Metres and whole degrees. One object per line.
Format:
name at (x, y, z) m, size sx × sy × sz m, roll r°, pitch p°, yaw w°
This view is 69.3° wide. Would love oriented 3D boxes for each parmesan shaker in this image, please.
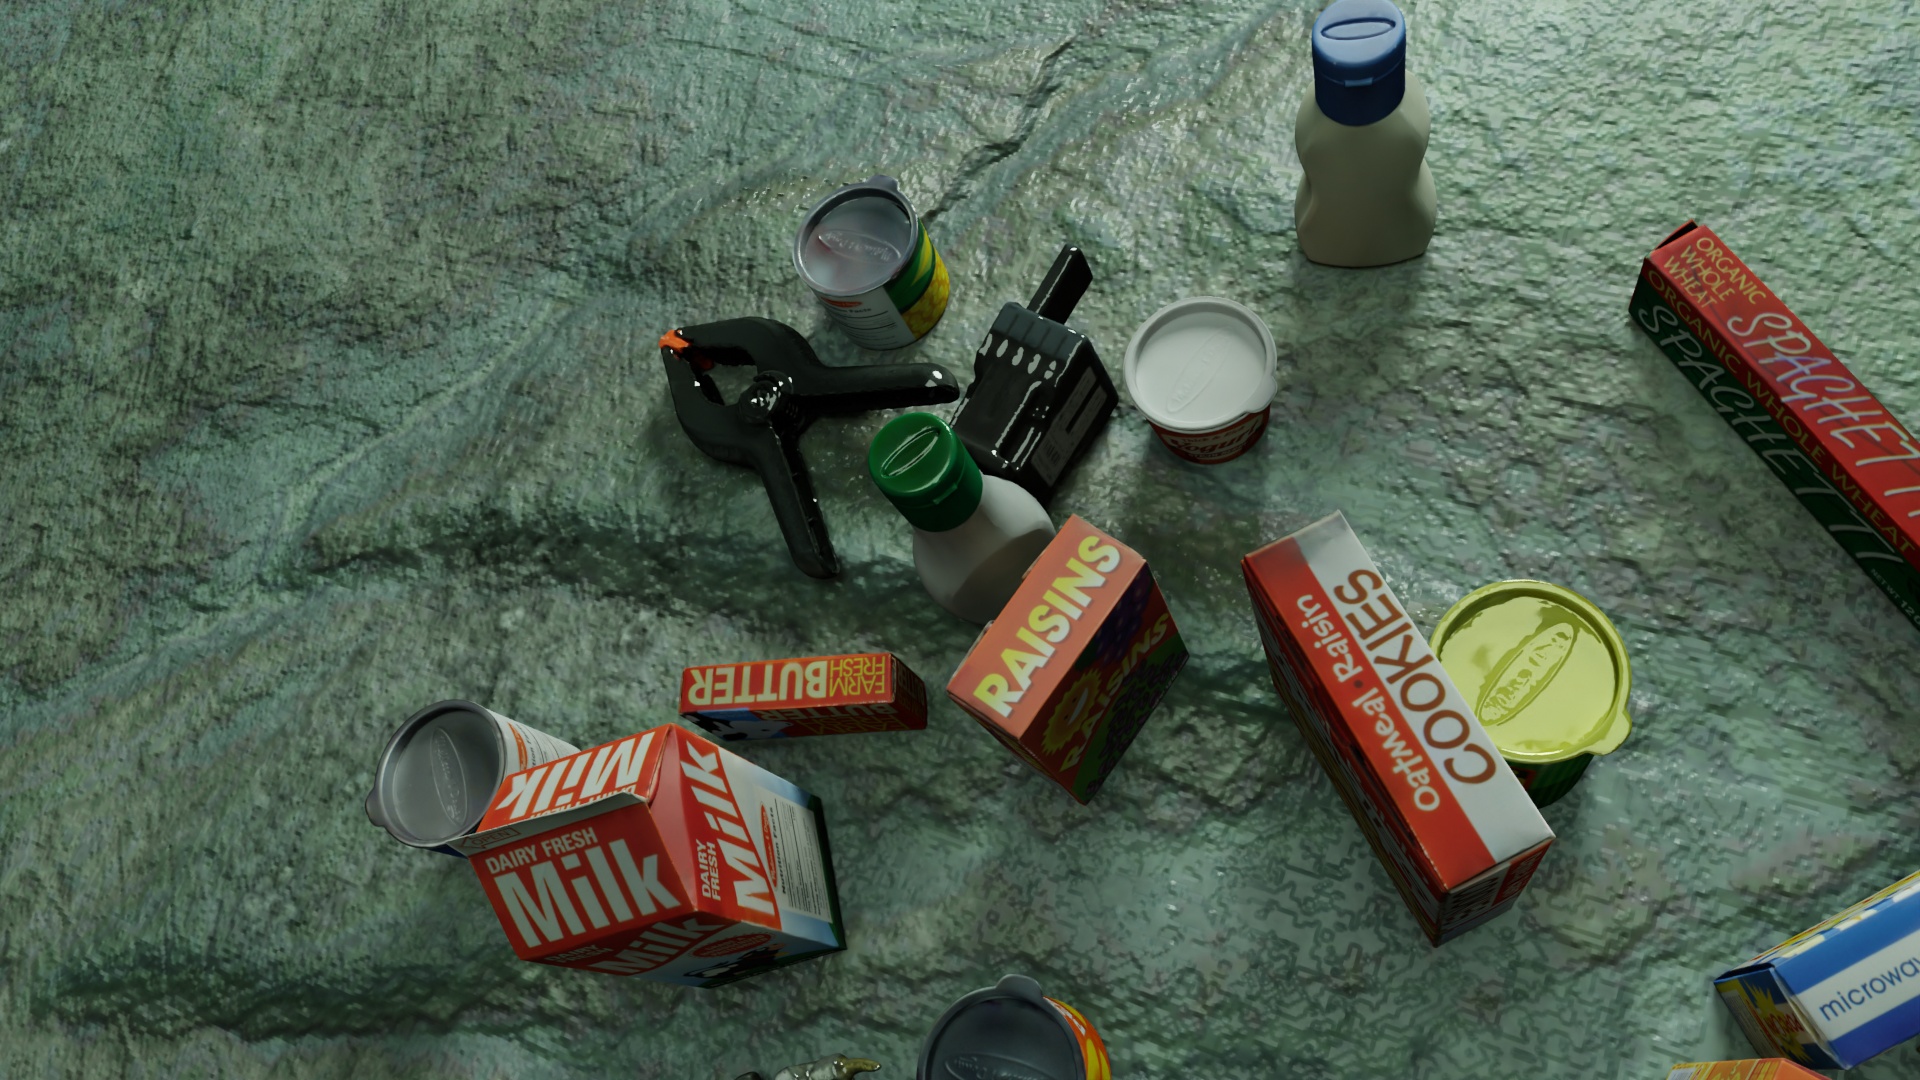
parmesan shaker at (0.212, 0.065, 0.525) m, size 0.071 × 0.103 × 0.071 m, roll -6°, pitch 67°, yaw 15°

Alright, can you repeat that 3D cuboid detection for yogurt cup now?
yogurt cup at (0.112, -0.070, 0.638) m, size 0.072 × 0.054 × 0.072 m, roll -6°, pitch 67°, yaw 15°

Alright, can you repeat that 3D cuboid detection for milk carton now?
milk carton at (-0.116, 0.127, 0.550) m, size 0.072 × 0.190 × 0.074 m, roll -18°, pitch 65°, yaw 10°

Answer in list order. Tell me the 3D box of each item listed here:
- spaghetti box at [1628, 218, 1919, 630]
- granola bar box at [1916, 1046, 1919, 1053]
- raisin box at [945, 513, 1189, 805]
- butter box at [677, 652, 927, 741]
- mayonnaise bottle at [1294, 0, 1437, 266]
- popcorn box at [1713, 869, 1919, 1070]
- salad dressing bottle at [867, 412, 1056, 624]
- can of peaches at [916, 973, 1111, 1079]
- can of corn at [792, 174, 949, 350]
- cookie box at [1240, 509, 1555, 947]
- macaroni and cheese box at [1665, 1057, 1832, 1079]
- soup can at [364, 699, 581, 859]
spaghetti box at (0.357, -0.024, 0.547) m, size 0.028 × 0.050 × 0.251 m, roll -31°, pitch 63°, yaw 3°
granola bar box at (0.382, 0.207, 0.403) m, size 0.039 × 0.124 × 0.166 m, roll -37°, pitch 63°, yaw 0°
raisin box at (0.048, 0.052, 0.569) m, size 0.040 × 0.123 × 0.086 m, roll 33°, pitch 81°, yaw 26°
butter box at (-0.071, 0.072, 0.636) m, size 0.103 × 0.053 × 0.024 m, roll -5°, pitch 67°, yaw 15°
mayonnaise bottle at (0.176, -0.174, 0.609) m, size 0.065 × 0.147 × 0.041 m, roll 0°, pitch 69°, yaw 17°
popcorn box at (0.330, 0.134, 0.471) m, size 0.127 × 0.085 × 0.038 m, roll -30°, pitch 63°, yaw 3°
salad dressing bottle at (0.002, -0.007, 0.594) m, size 0.064 × 0.147 × 0.044 m, roll -39°, pitch 63°, yaw -1°
can of peaches at (0.023, 0.210, 0.548) m, size 0.071 × 0.058 × 0.071 m, roll -6°, pitch 67°, yaw 15°
can of corn at (-0.043, -0.142, 0.713) m, size 0.071 × 0.058 × 0.071 m, roll -6°, pitch 67°, yaw 15°
cookie box at (0.154, 0.076, 0.502) m, size 0.040 × 0.167 × 0.123 m, roll -29°, pitch 63°, yaw 4°
macaroni and cheese box at (0.280, 0.204, 0.412) m, size 0.124 × 0.166 × 0.040 m, roll 28°, pitch 79°, yaw 25°
soup can at (-0.219, 0.117, 0.645) m, size 0.071 × 0.083 × 0.071 m, roll -6°, pitch 67°, yaw 15°
